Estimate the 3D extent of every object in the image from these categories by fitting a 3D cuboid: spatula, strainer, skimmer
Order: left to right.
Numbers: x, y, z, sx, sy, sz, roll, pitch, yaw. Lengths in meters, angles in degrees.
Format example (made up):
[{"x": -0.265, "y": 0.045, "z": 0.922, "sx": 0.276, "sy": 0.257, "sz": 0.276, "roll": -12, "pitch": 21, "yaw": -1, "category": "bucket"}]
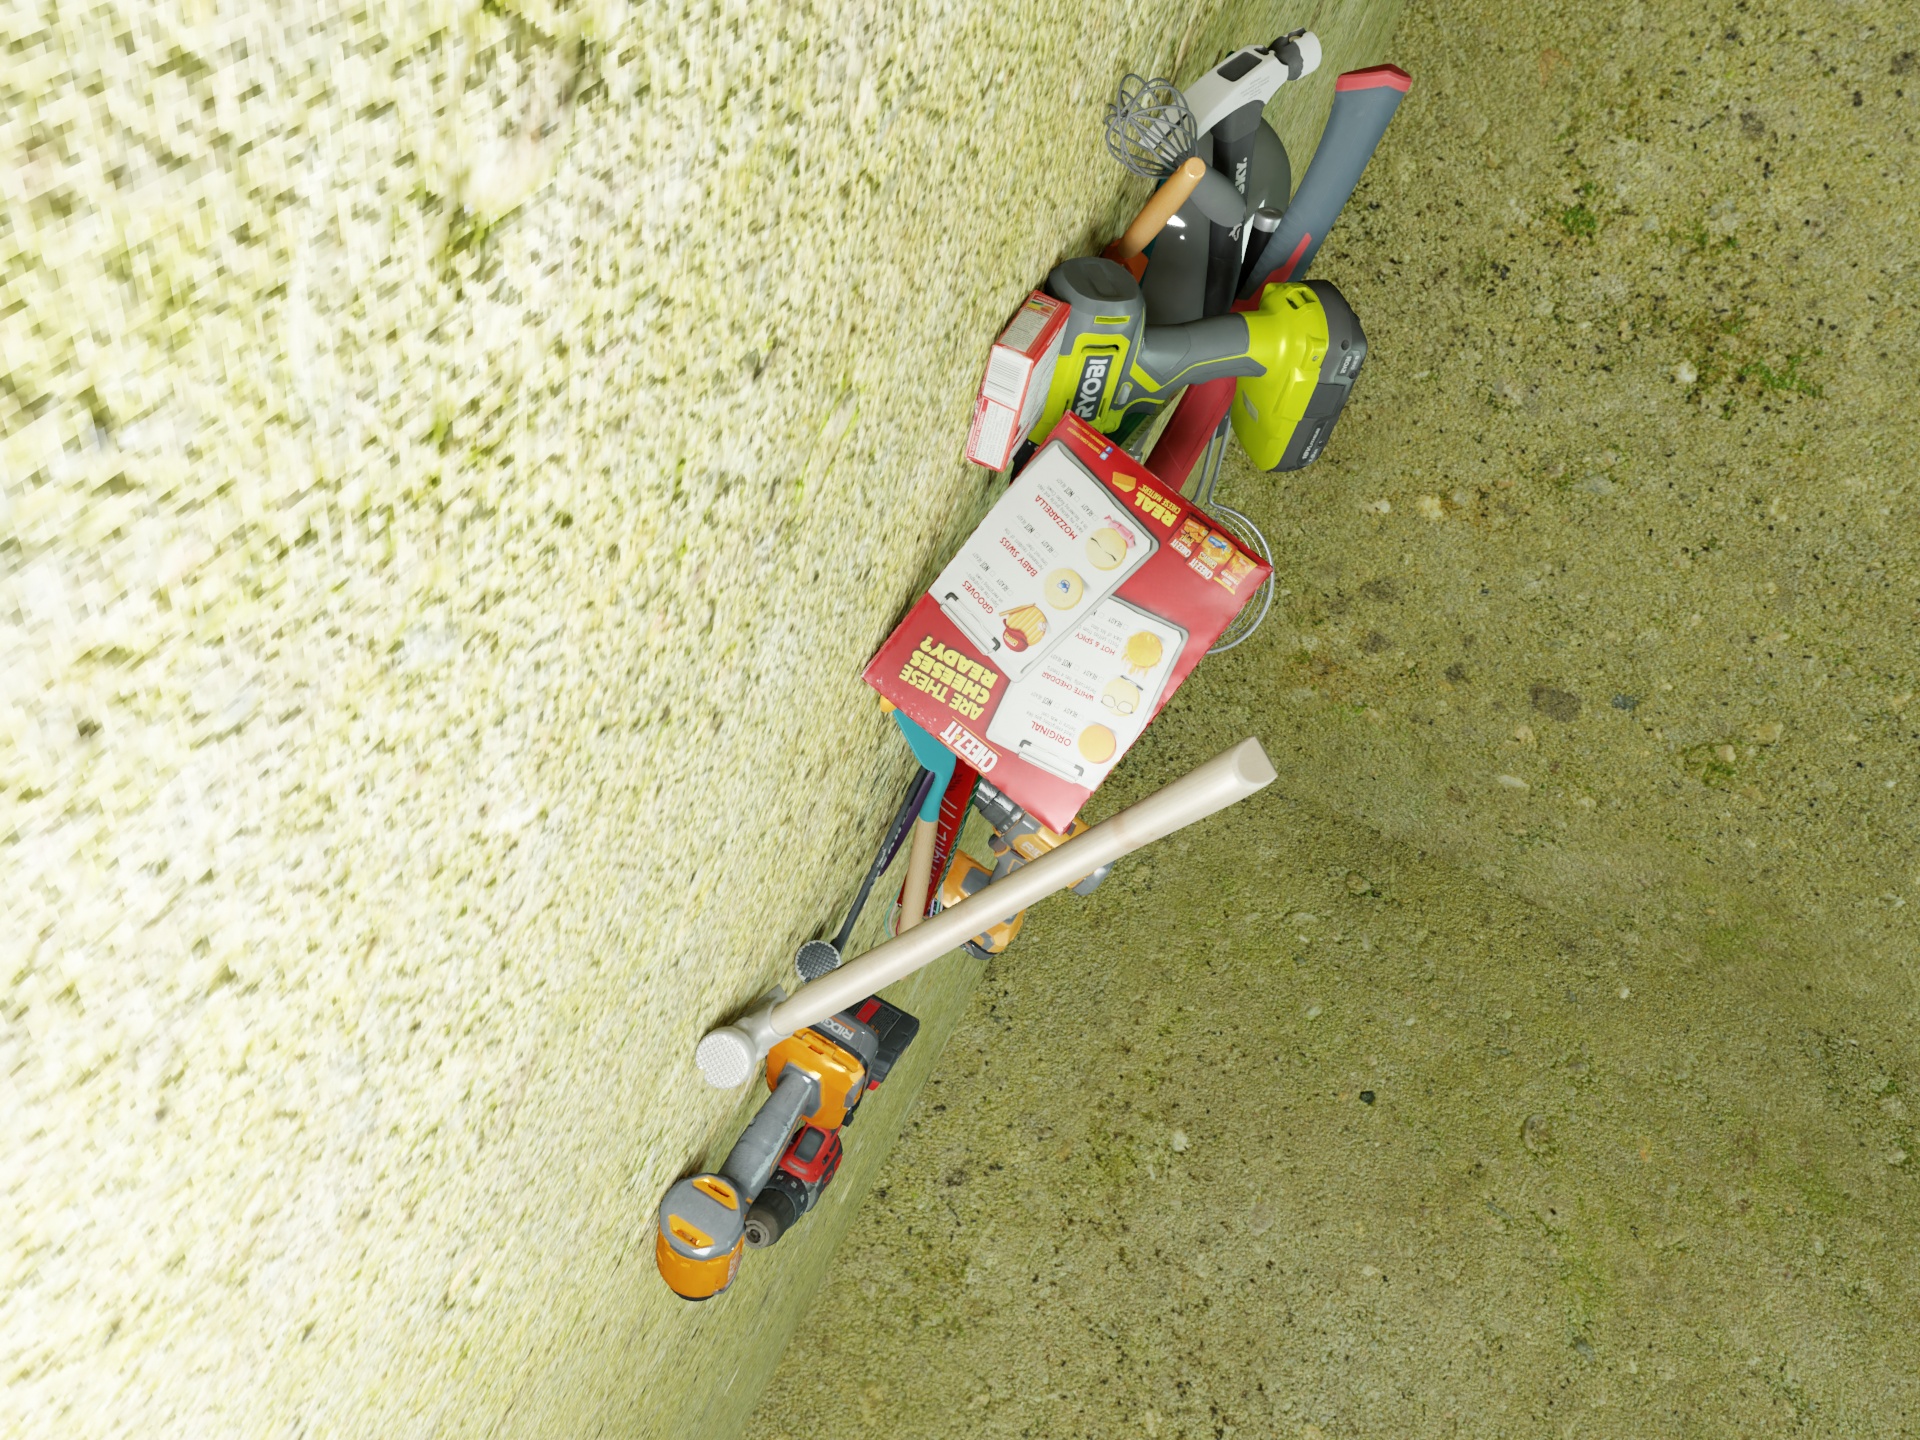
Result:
[{"x": -0.037, "y": 0.087, "z": 1.225, "sx": 0.082, "sy": 0.044, "sz": 0.317, "roll": -52, "pitch": 158, "yaw": -48, "category": "spatula"}, {"x": -0.002, "y": -0.004, "z": 1.401, "sx": 0.316, "sy": 0.018, "sz": 0.059, "roll": -64, "pitch": 173, "yaw": 0, "category": "spatula"}, {"x": 0.126, "y": -0.320, "z": 1.069, "sx": 0.081, "sy": 0.041, "sz": 0.322, "roll": -62, "pitch": -174, "yaw": 0, "category": "spatula"}, {"x": 0.191, "y": -0.352, "z": 1.308, "sx": 0.211, "sy": 0.095, "sz": 0.340, "roll": 62, "pitch": 51, "yaw": -80, "category": "strainer"}, {"x": 0.215, "y": -0.218, "z": 1.262, "sx": 0.090, "sy": 0.127, "sz": 0.363, "roll": -97, "pitch": -170, "yaw": -47, "category": "skimmer"}]

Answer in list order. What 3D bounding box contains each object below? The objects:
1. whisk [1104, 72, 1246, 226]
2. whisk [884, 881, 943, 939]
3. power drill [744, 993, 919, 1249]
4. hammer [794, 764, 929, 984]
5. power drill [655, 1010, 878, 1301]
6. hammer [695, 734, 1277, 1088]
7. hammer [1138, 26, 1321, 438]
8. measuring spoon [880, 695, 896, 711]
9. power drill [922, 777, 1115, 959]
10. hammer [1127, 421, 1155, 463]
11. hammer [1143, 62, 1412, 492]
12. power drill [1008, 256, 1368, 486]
[{"x": 0.147, "y": -0.361, "z": 1.033, "sx": 0.239, "sy": 0.055, "sz": 0.055, "roll": -3, "pitch": 118, "yaw": -65, "category": "whisk"}, {"x": -0.027, "y": 0.124, "z": 1.552, "sx": 0.047, "sy": 0.051, "sz": 0.244, "roll": -36, "pitch": 145, "yaw": -61, "category": "whisk"}, {"x": -0.135, "y": 0.386, "z": 1.526, "sx": 0.226, "sy": 0.080, "sz": 0.188, "roll": -64, "pitch": 172, "yaw": 16, "category": "power drill"}, {"x": -0.027, "y": 0.039, "z": 1.318, "sx": 0.149, "sy": 0.036, "sz": 0.409, "roll": 88, "pitch": 28, "yaw": -75, "category": "hammer"}, {"x": -0.157, "y": 0.342, "z": 1.234, "sx": 0.226, "sy": 0.084, "sz": 0.164, "roll": -54, "pitch": 167, "yaw": -37, "category": "power drill"}, {"x": 0.019, "y": 0.120, "z": 1.043, "sx": 0.410, "sy": 0.038, "sz": 0.146, "roll": -30, "pitch": 179, "yaw": 13, "category": "hammer"}, {"x": 0.198, "y": -0.345, "z": 1.216, "sx": 0.146, "sy": 0.035, "sz": 0.334, "roll": -35, "pitch": 148, "yaw": -20, "category": "hammer"}, {"x": -0.027, "y": -0.044, "z": 1.124, "sx": 0.117, "sy": 0.011, "sz": 0.021, "roll": -56, "pitch": 150, "yaw": -44, "category": "measuring spoon"}, {"x": 0.029, "y": 0.136, "z": 1.615, "sx": 0.226, "sy": 0.185, "sz": 0.084, "roll": -46, "pitch": -171, "yaw": 48, "category": "power drill"}, {"x": 0.143, "y": -0.261, "z": 1.505, "sx": 0.359, "sy": 0.037, "sz": 0.149, "roll": -52, "pitch": 165, "yaw": -59, "category": "hammer"}, {"x": 0.228, "y": -0.288, "z": 1.172, "sx": 0.386, "sy": 0.143, "sz": 0.038, "roll": -62, "pitch": 178, "yaw": 34, "category": "hammer"}, {"x": 0.144, "y": -0.222, "z": 1.092, "sx": 0.190, "sy": 0.228, "sz": 0.080, "roll": 106, "pitch": -29, "yaw": -46, "category": "power drill"}]
